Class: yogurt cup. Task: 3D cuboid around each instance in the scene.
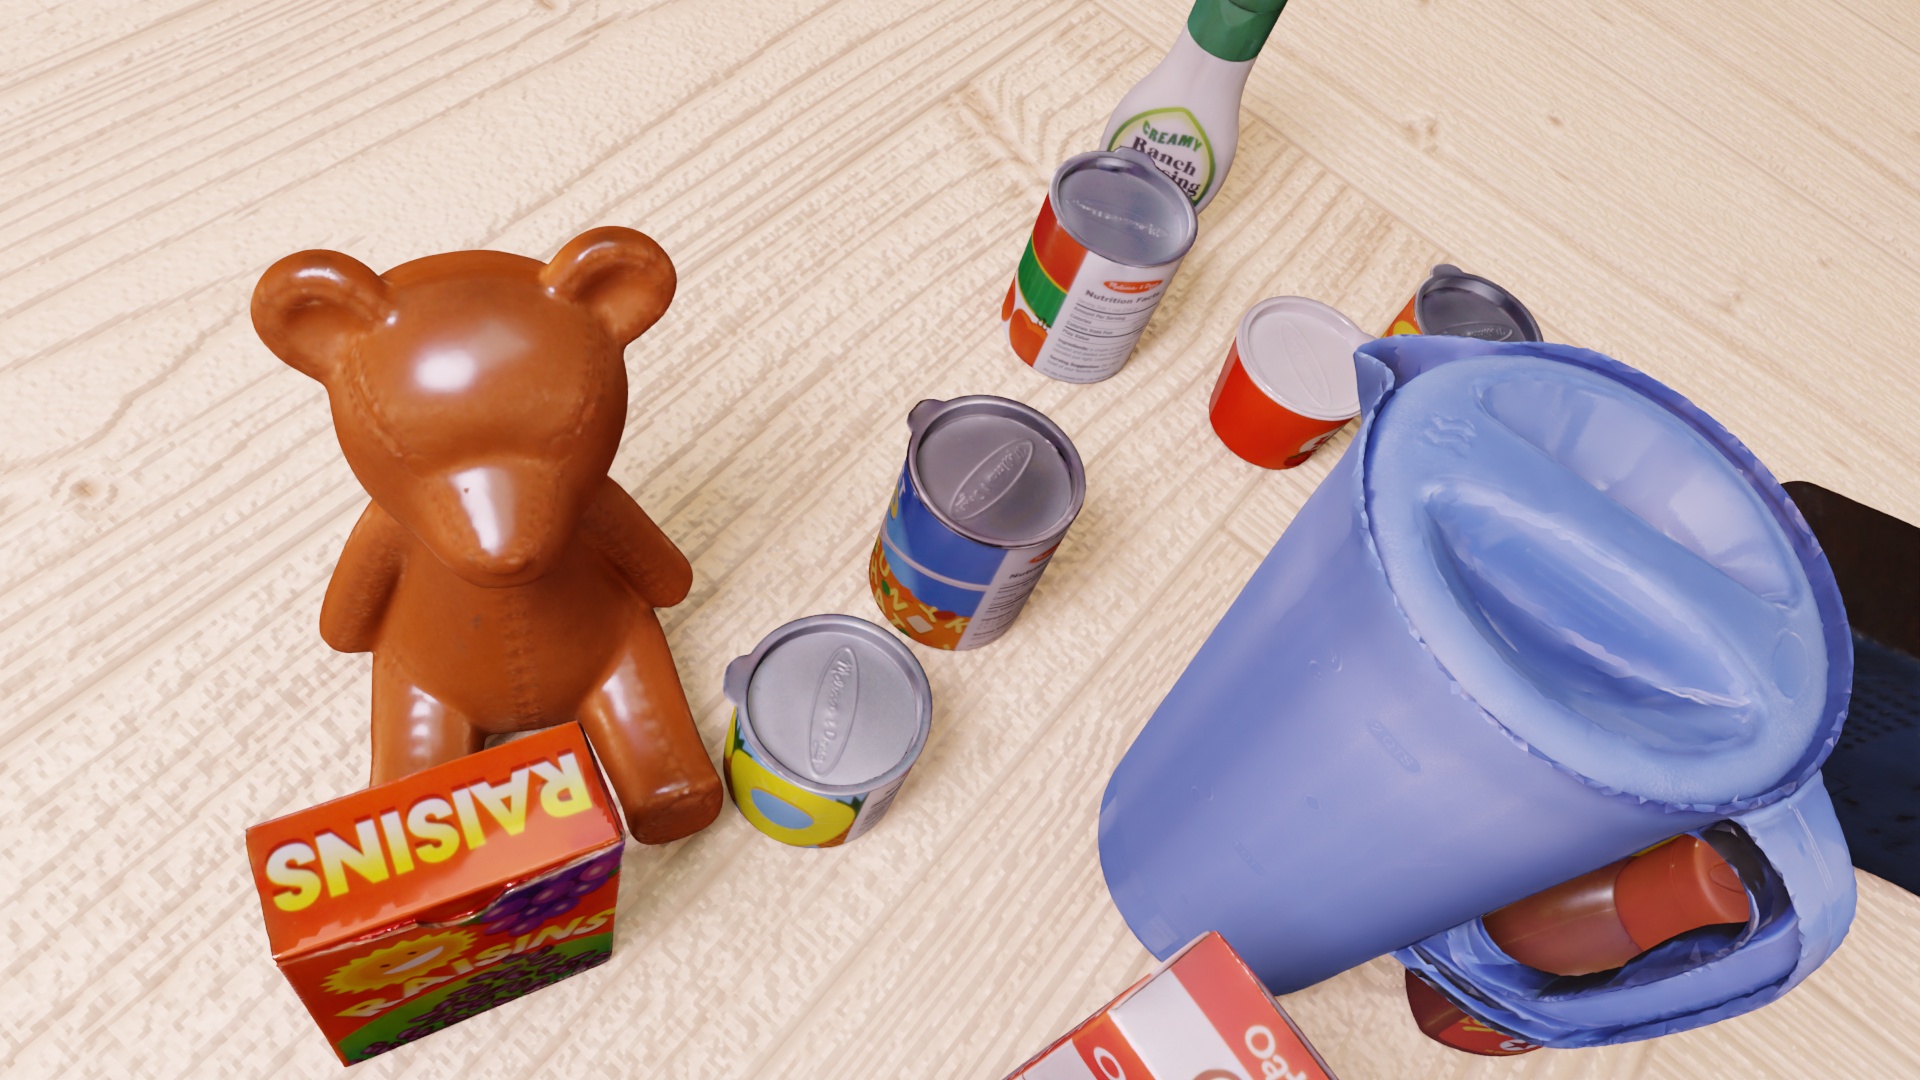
[{"bbox_3d":[0.148,-0.069,0.631,0.072,0.053,0.073,8,57,-12],"label":"yogurt cup"}]

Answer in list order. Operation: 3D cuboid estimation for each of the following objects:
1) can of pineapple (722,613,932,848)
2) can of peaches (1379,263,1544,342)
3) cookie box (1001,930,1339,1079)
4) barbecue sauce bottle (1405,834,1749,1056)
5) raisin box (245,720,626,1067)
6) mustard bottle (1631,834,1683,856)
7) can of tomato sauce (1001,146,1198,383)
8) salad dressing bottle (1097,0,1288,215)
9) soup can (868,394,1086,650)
[{"bbox_3d":[-0.049,0.067,0.485,0.071,0.057,0.071,8,57,-12],"label":"can of pineapple"},{"bbox_3d":[0.232,-0.087,0.664,0.071,0.057,0.071,8,57,-12],"label":"can of peaches"},{"bbox_3d":[0.064,0.187,0.376,0.040,0.166,0.123,-28,70,-29],"label":"cookie box"},{"bbox_3d":[0.211,0.135,0.463,0.065,0.147,0.044,7,57,-12],"label":"barbecue sauce bottle"},{"bbox_3d":[-0.144,0.104,0.394,0.086,0.122,0.040,-16,65,-24],"label":"raisin box"},{"bbox_3d":[0.267,0.070,0.513,0.049,0.159,0.065,-12,63,-23],"label":"mustard bottle"},{"bbox_3d":[0.059,-0.122,0.621,0.071,0.082,0.071,8,57,-12],"label":"can of tomato sauce"},{"bbox_3d":[0.109,-0.208,0.650,0.064,0.147,0.044,26,55,1],"label":"salad dressing bottle"},{"bbox_3d":[0.002,-0.007,0.531,0.071,0.083,0.071,8,57,-12],"label":"soup can"}]
